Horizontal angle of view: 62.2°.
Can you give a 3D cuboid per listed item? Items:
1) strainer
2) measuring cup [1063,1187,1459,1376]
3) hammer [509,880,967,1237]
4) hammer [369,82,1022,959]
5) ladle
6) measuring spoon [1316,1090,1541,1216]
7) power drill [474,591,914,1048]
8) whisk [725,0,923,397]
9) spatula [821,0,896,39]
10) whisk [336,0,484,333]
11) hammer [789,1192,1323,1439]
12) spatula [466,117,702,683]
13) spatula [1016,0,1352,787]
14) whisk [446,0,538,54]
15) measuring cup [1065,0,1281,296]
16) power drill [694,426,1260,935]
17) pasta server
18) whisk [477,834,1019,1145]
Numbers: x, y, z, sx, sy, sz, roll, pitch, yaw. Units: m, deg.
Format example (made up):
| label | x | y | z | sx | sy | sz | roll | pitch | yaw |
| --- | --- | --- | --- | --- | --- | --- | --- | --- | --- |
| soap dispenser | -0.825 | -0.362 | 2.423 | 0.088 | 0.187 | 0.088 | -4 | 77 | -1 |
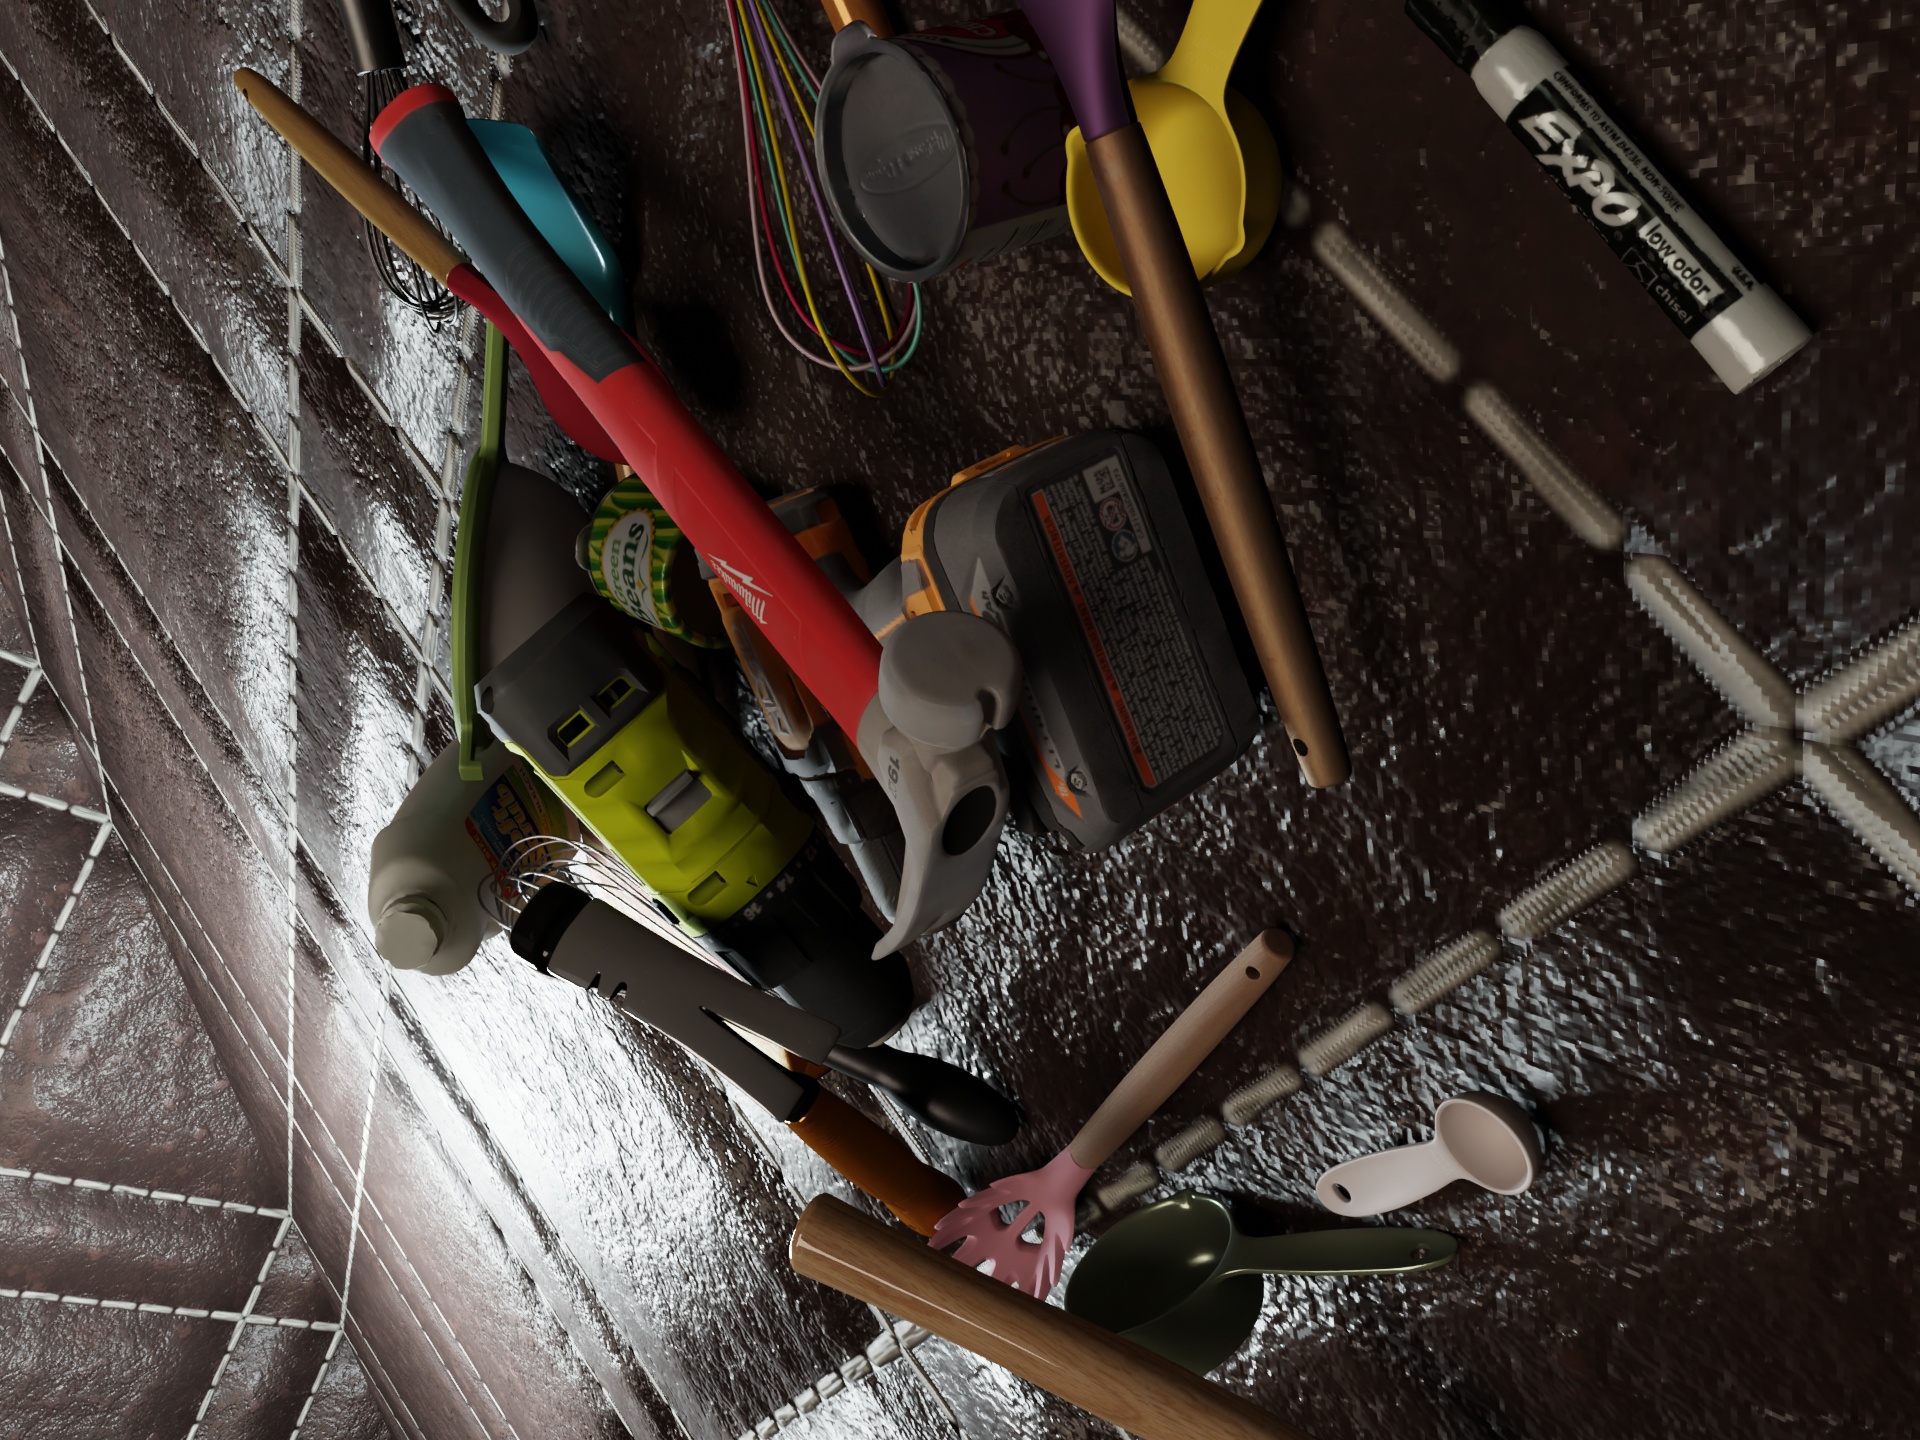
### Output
| label | x | y | z | sx | sy | sz | roll | pitch | yaw |
| --- | --- | --- | --- | --- | --- | --- | --- | --- | --- |
| strainer | -0.198 | -0.106 | 0.762 | 0.152 | 0.069 | 0.256 | -111 | 28 | -67 |
| measuring cup | 0.114 | 0.212 | 0.589 | 0.167 | 0.083 | 0.038 | -20 | 106 | 40 |
| hammer | -0.053 | 0.165 | 0.655 | 0.127 | 0.034 | 0.336 | 22 | 160 | 29 |
| hammer | -0.109 | -0.092 | 0.553 | 0.387 | 0.038 | 0.143 | 50 | 151 | 28 |
| ladle | -0.227 | -0.205 | 0.682 | 0.316 | 0.031 | 0.069 | 42 | 143 | 23 |
| measuring spoon | 0.154 | 0.146 | 0.531 | 0.034 | 0.018 | 0.124 | 53 | 152 | 11 |
| power drill | -0.106 | 0.037 | 0.643 | 0.190 | 0.080 | 0.228 | 49 | 172 | -12 |
| whisk | -0.066 | -0.224 | 0.523 | 0.051 | 0.047 | 0.245 | -9 | 103 | 55 |
| spatula | -0.062 | -0.303 | 0.481 | 0.081 | 0.041 | 0.322 | -7 | 112 | 53 |
| whisk | -0.266 | -0.298 | 0.724 | 0.055 | 0.055 | 0.238 | 12 | 119 | 48 |
| hammer | 0.091 | 0.250 | 0.557 | 0.331 | 0.031 | 0.130 | 21 | 132 | 13 |
| spatula | -0.157 | -0.110 | 0.718 | 0.082 | 0.044 | 0.317 | 20 | 130 | 42 |
| spatula | 0.049 | -0.125 | 0.404 | 0.060 | 0.018 | 0.315 | 5 | 120 | 58 |
| whisk | -0.257 | -0.395 | 0.633 | 0.296 | 0.073 | 0.073 | 57 | 146 | -4 |
| measuring cup | 0.074 | -0.180 | 0.397 | 0.062 | 0.029 | 0.156 | 40 | 129 | 24 |
| power drill | -0.001 | -0.002 | 0.566 | 0.226 | 0.084 | 0.185 | -3 | 113 | 57 |
| pasta server | 0.057 | 0.171 | 0.647 | 0.060 | 0.040 | 0.316 | 39 | 140 | 10 |
| whisk | -0.102 | 0.131 | 0.746 | 0.285 | 0.070 | 0.070 | 24 | 135 | 12 |
